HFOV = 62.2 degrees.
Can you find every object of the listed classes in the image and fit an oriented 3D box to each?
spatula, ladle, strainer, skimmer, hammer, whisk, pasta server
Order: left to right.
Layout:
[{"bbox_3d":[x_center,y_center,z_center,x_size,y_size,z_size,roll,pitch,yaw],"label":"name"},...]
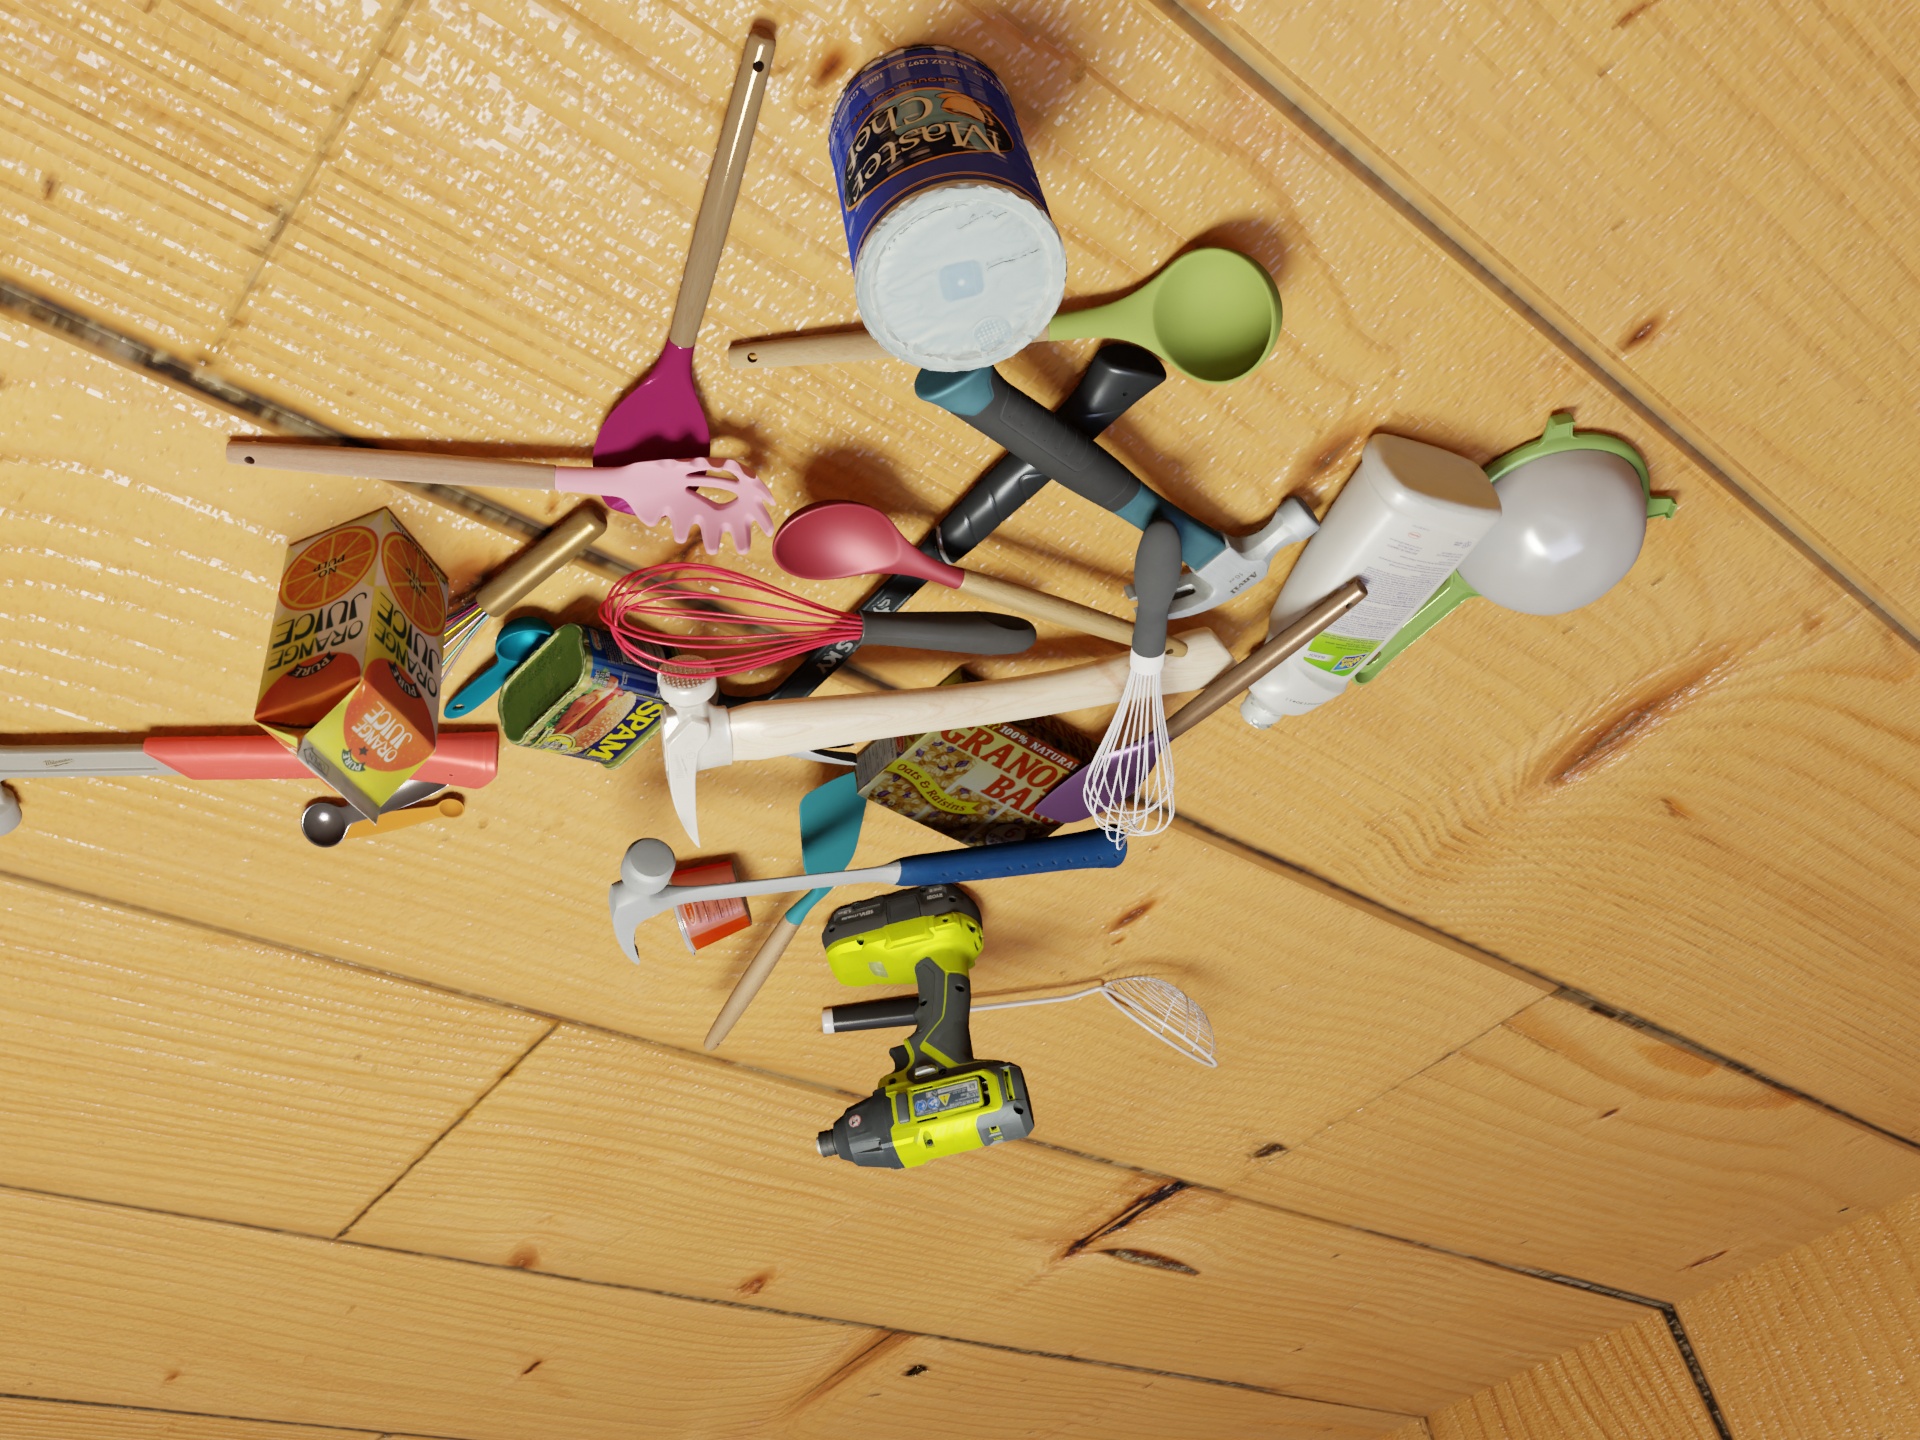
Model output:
[{"bbox_3d":[-0.502,0.019,1.086,0.359,0.037,0.149,-1,138,-11],"label":"hammer"},{"bbox_3d":[-0.321,-0.065,1.034,0.245,0.051,0.047,-34,155,18],"label":"whisk"},{"bbox_3d":[-0.268,-0.142,0.942,0.316,0.040,0.060,3,128,-9],"label":"pasta server"},{"bbox_3d":[-0.150,0.166,1.281,0.082,0.044,0.317,-24,154,-51],"label":"spatula"},{"bbox_3d":[-0.084,-0.060,1.020,0.295,0.073,0.073,1,138,-25],"label":"whisk"},{"bbox_3d":[-0.061,0.116,1.185,0.405,0.035,0.144,-4,150,-26],"label":"hammer"},{"bbox_3d":[-0.020,-0.101,1.060,0.149,0.036,0.409,26,127,-36],"label":"hammer"},{"bbox_3d":[-0.002,-0.004,1.113,0.410,0.038,0.146,-8,131,-15],"label":"hammer"},{"bbox_3d":[0.022,-0.086,1.038,0.315,0.031,0.069,15,136,-28],"label":"ladle"},{"bbox_3d":[0.025,-0.223,0.918,0.320,0.062,0.078,-6,112,-2],"label":"ladle"},{"bbox_3d":[0.055,0.294,1.479,0.363,0.090,0.127,-5,170,-4],"label":"skimmer"},{"bbox_3d":[0.094,-0.148,0.990,0.128,0.033,0.330,-40,141,23],"label":"hammer"},{"bbox_3d":[0.124,-0.018,1.084,0.070,0.070,0.284,-5,133,-7],"label":"whisk"},{"bbox_3d":[0.171,-0.006,1.151,0.059,0.018,0.316,19,135,-34],"label":"spatula"},{"bbox_3d":[0.383,-0.091,1.134,0.151,0.069,0.256,24,126,-34],"label":"strainer"}]

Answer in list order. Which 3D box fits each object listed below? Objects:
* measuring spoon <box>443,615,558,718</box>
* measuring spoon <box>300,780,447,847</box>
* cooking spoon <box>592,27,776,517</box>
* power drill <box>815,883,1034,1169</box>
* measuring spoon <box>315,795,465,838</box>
[{"bbox_3d":[-0.318,-0.038,1.082,0.042,0.021,0.128,12,145,-45],"label":"measuring spoon"},{"bbox_3d":[-0.423,0.058,1.164,0.124,0.018,0.034,-22,100,4],"label":"measuring spoon"},{"bbox_3d":[-0.150,-0.234,0.892,0.068,0.017,0.318,10,135,-18],"label":"cooking spoon"},{"bbox_3d":[-0.043,0.254,1.310,0.171,0.223,0.080,-14,139,3],"label":"power drill"},{"bbox_3d":[-0.425,0.072,1.184,0.117,0.011,0.021,-11,130,5],"label":"measuring spoon"}]
